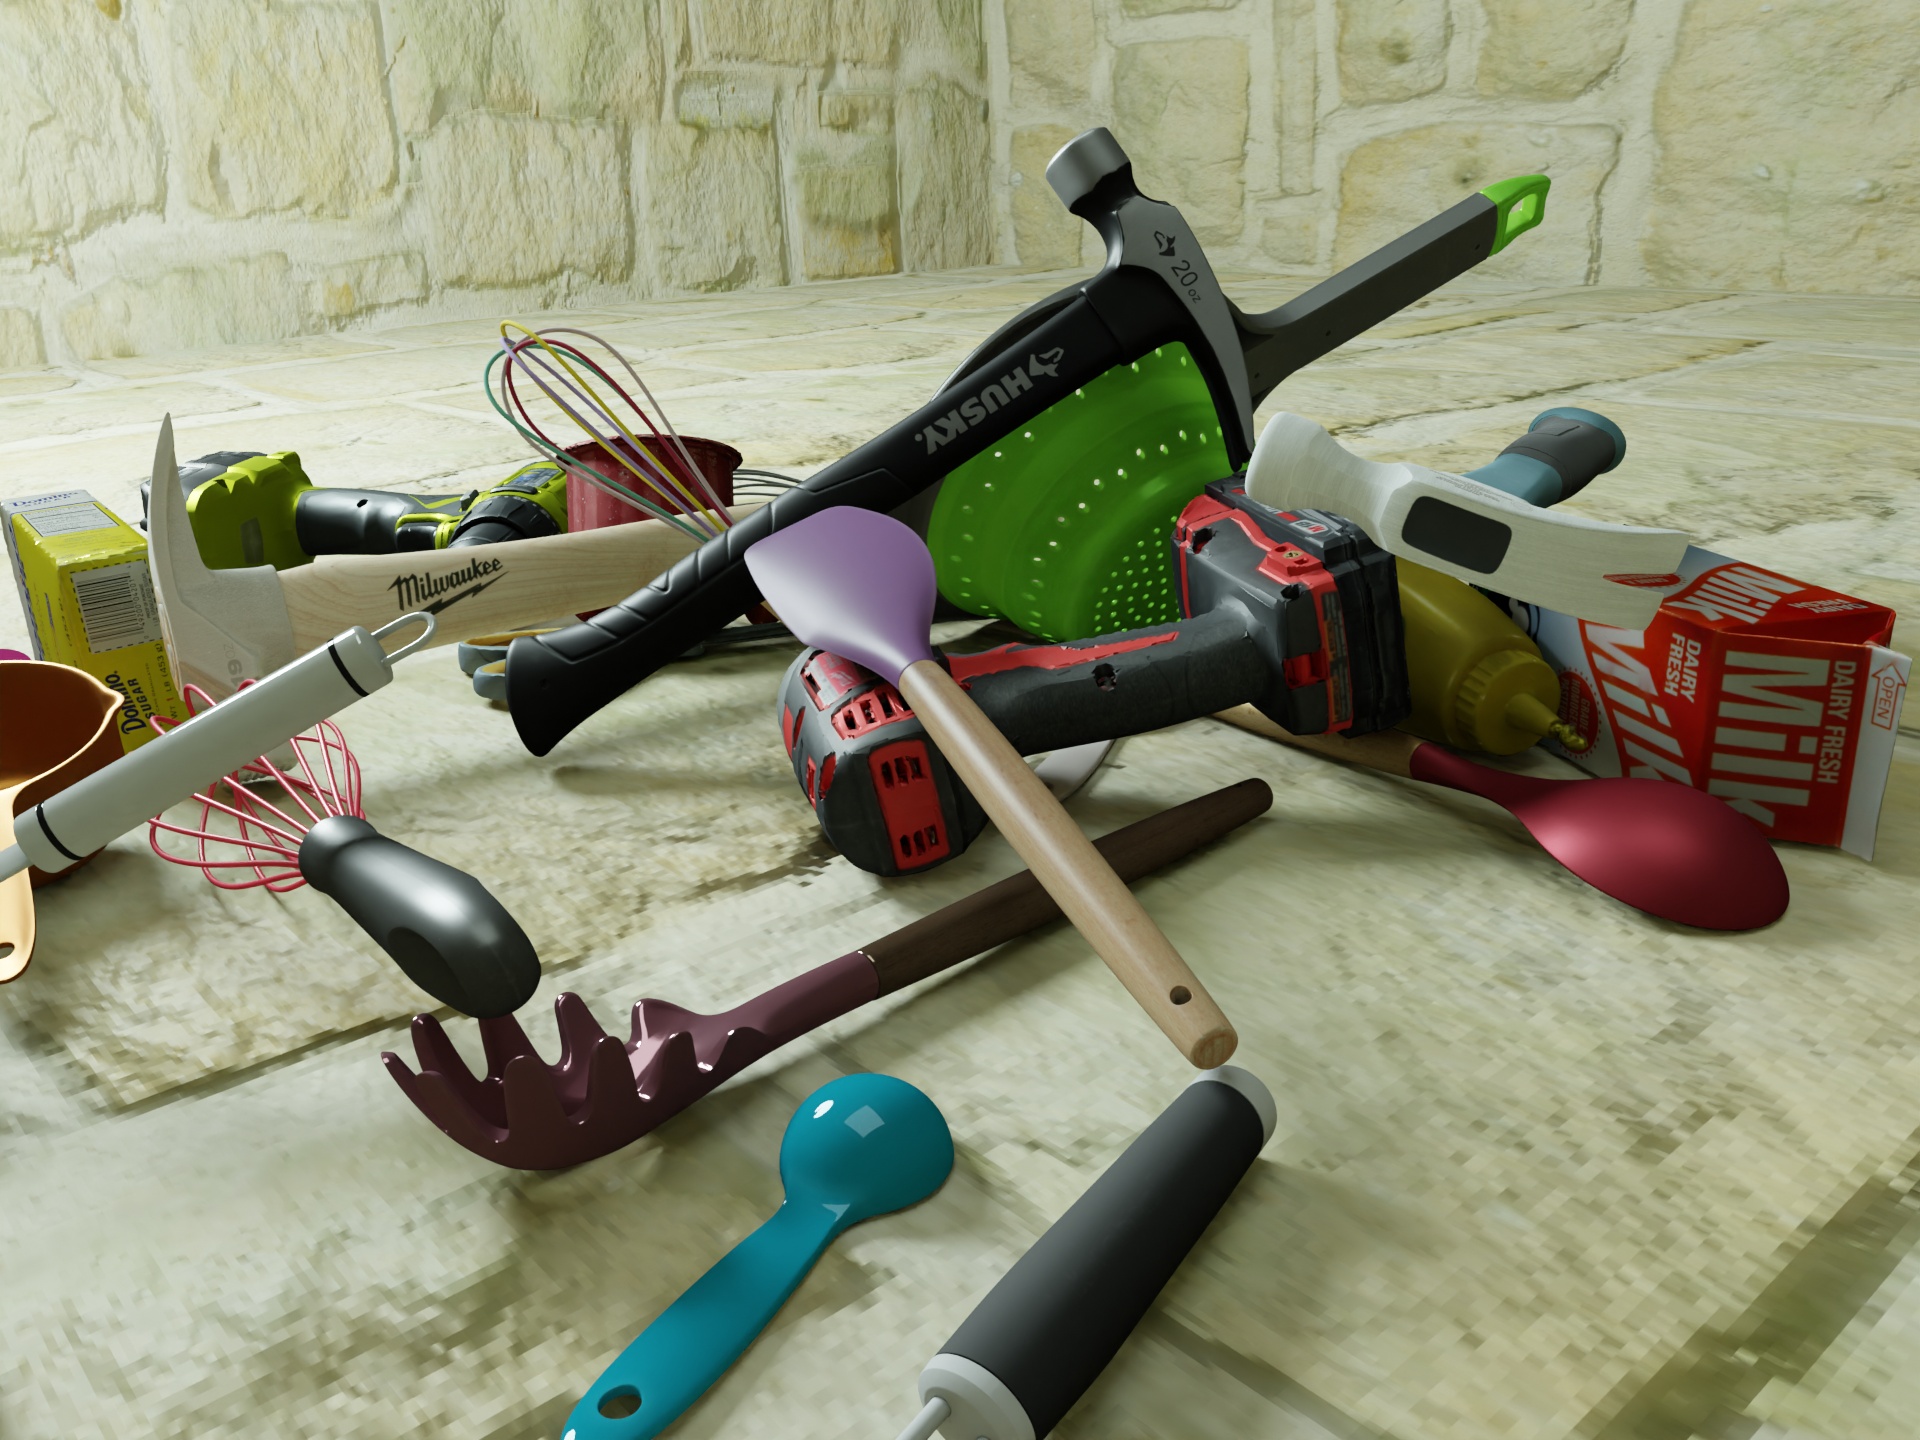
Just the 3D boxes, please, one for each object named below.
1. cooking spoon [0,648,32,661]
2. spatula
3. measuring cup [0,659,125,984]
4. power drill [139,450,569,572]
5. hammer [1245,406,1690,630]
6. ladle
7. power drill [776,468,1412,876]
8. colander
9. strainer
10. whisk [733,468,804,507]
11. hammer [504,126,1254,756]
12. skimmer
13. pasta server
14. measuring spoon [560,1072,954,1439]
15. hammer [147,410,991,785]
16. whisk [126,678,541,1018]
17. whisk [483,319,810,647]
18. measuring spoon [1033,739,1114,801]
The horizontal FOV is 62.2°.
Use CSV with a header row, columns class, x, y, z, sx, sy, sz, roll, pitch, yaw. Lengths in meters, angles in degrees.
class,x,y,z,sx,sy,sz,roll,pitch,yaw
cooking spoon,-0.452,0.011,0.673,0.068,0.017,0.319,-10,21,-18
spatula,-0.001,-0.002,0.487,0.060,0.018,0.316,-27,37,-9
measuring cup,-0.319,0.046,0.528,0.095,0.052,0.174,-15,41,-26
power drill,-0.325,-0.102,0.890,0.228,0.080,0.191,1,20,1
hammer,0.219,-0.095,0.614,0.128,0.033,0.331,26,24,20
ladle,0.154,0.010,0.596,0.069,0.031,0.316,-15,22,-31
power drill,0.040,-0.020,0.589,0.219,0.078,0.143,-18,24,-10
colander,0.141,-0.138,0.745,0.397,0.204,0.095,-31,60,-9
strainer,-0.259,0.039,0.443,0.258,0.050,0.087,-31,45,-5
whisk,-0.060,-0.133,0.989,0.239,0.055,0.055,-6,20,-23
hammer,-0.037,-0.089,0.640,0.335,0.146,0.035,-34,-2,-2
skimmer,-0.017,0.119,0.217,0.127,0.090,0.363,41,33,16
pasta server,-0.009,0.058,0.463,0.316,0.040,0.060,-19,14,-40
measuring spoon,-0.042,0.110,0.342,0.042,0.021,0.128,7,21,26
hammer,-0.141,-0.083,0.725,0.410,0.146,0.038,-13,-3,-31
whisk,-0.190,0.035,0.471,0.073,0.073,0.296,-17,19,-34
whisk,-0.108,-0.085,0.672,0.245,0.047,0.051,42,44,4
measuring spoon,0.048,0.005,0.628,0.034,0.018,0.124,6,22,22
